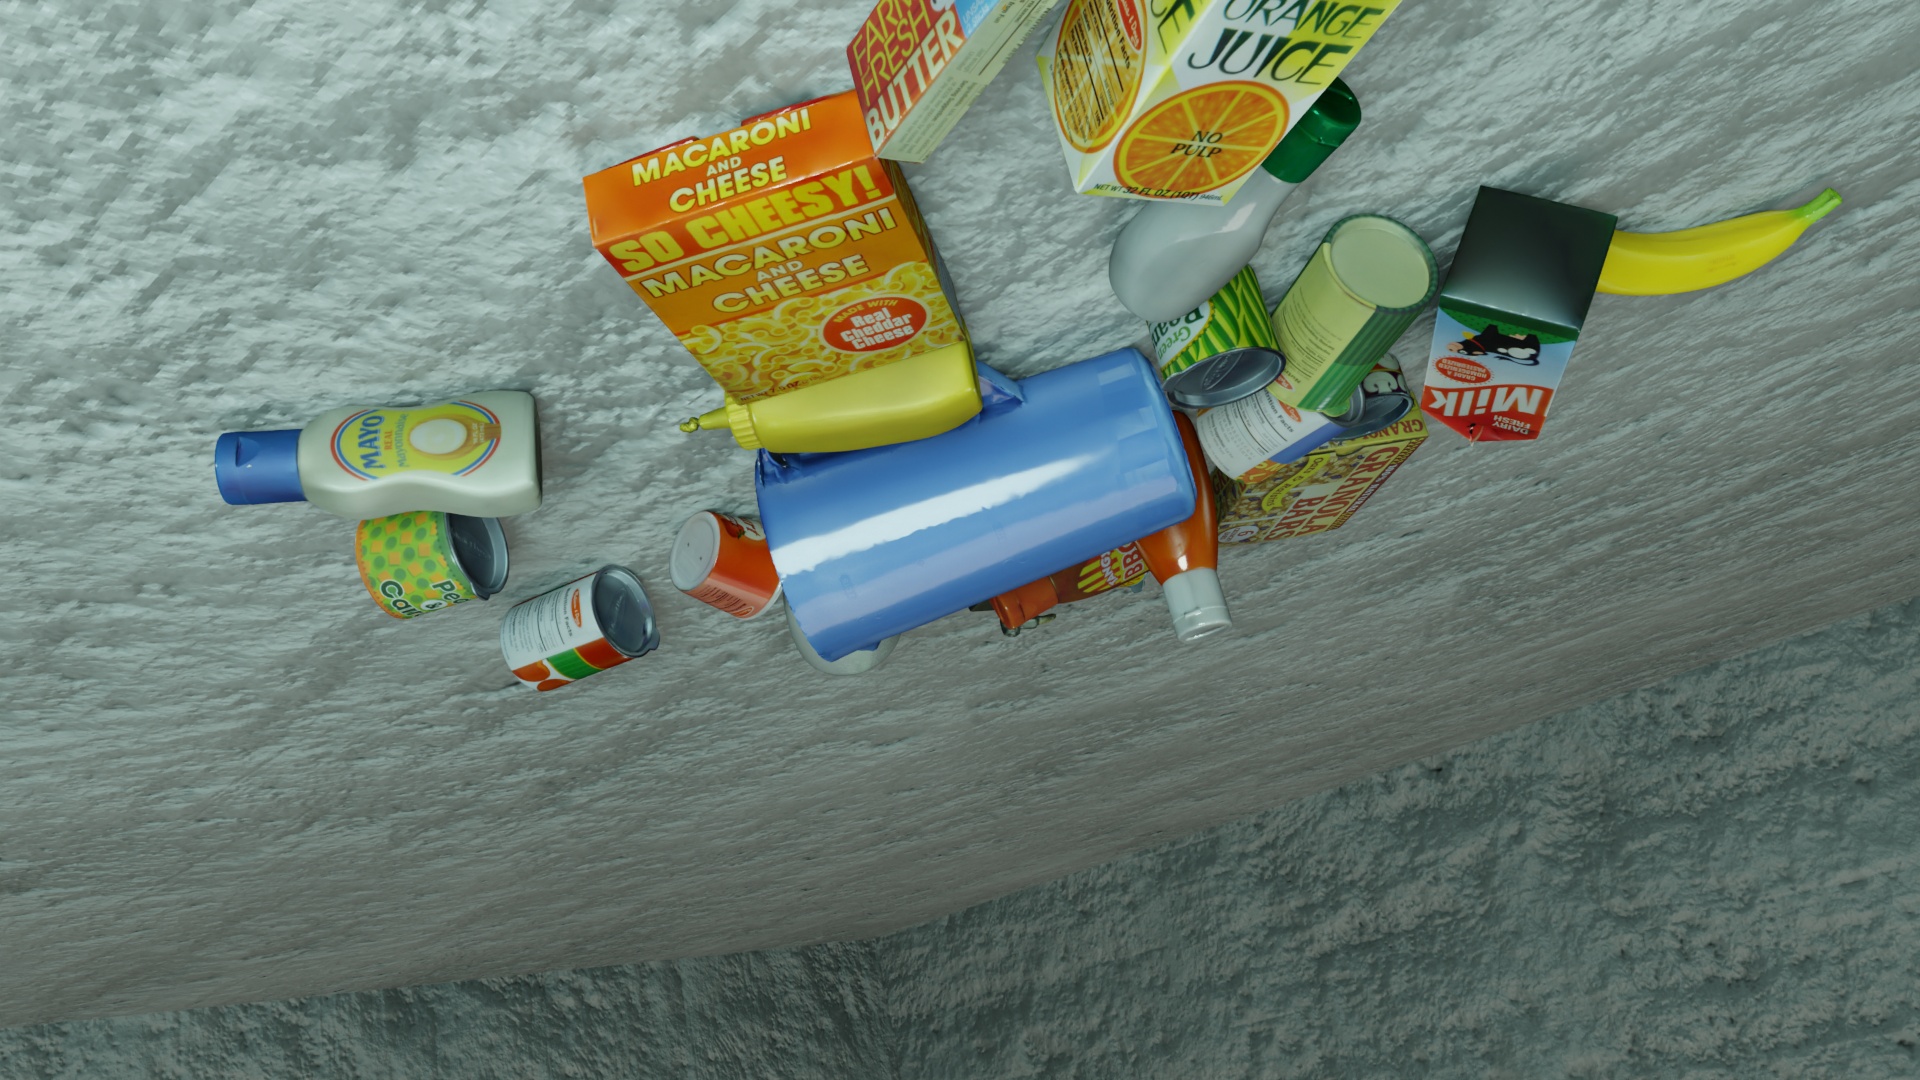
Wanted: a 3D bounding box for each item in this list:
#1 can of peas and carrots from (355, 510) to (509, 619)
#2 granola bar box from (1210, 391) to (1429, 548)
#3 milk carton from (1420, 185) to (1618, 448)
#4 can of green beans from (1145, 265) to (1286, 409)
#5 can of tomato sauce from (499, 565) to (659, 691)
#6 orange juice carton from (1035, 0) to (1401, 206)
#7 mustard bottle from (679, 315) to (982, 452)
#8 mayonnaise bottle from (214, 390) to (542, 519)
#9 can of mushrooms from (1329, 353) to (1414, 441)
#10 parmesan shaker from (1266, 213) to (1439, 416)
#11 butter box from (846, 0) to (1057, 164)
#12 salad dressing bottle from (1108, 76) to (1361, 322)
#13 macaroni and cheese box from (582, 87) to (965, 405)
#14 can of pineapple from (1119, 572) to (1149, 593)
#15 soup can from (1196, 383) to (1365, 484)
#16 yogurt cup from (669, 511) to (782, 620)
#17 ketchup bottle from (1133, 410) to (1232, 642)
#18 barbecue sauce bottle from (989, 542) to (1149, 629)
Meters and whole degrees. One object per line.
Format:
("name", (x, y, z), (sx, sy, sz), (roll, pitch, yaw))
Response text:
("can of peas and carrots", (-0.301, 0.009, 0.795), (0.059, 0.071, 0.071), (-16, 159, 8))
("granola bar box", (0.252, -0.047, 1.029), (0.124, 0.039, 0.165), (-9, 159, -12))
("milk carton", (0.316, -0.118, 0.805), (0.073, 0.072, 0.190), (19, 168, 19))
("can of green beans", (0.139, -0.113, 0.766), (0.071, 0.058, 0.071), (-12, 159, -4))
("can of tomato sauce", (-0.263, 0.062, 0.960), (0.083, 0.071, 0.071), (-21, 158, 21))
("orange juice carton", (0.104, -0.206, 0.489), (0.072, 0.073, 0.191), (-2, 156, -26))
("mustard bottle", (-0.071, -0.077, 0.731), (0.160, 0.065, 0.048), (-11, 162, 8))
("mayonnaise bottle", (-0.288, -0.040, 0.695), (0.148, 0.065, 0.041), (-4, 154, -12))
("can of mushrooms", (0.262, -0.095, 0.922), (0.071, 0.033, 0.070), (-11, 160, -4))
("parmesan shaker", (0.213, -0.123, 0.770), (0.071, 0.071, 0.102), (-7, 158, -15))
("butter box", (-0.004, -0.187, 0.500), (0.024, 0.053, 0.103), (-1, 156, -36))
("salad dressing bottle", (0.128, -0.161, 0.660), (0.064, 0.044, 0.147), (2, 153, -30))
("macaroni and cheese box", (-0.077, -0.126, 0.631), (0.124, 0.040, 0.166), (-16, 159, 7))
("can of pineapple", (0.103, 0.005, 1.030), (0.058, 0.071, 0.070), (-2, 156, -26))
("soup can", (0.202, -0.082, 0.875), (0.071, 0.071, 0.083), (4, 154, -37))
("yogurt cup", (-0.153, 0.014, 0.909), (0.072, 0.072, 0.054), (-29, 146, 34))
("ketchup bottle", (0.139, -0.008, 0.907), (0.064, 0.149, 0.043), (-22, 156, 21))
("barbecue sauce bottle", (0.089, 0.011, 0.962), (0.149, 0.044, 0.064), (-28, 129, -12))
